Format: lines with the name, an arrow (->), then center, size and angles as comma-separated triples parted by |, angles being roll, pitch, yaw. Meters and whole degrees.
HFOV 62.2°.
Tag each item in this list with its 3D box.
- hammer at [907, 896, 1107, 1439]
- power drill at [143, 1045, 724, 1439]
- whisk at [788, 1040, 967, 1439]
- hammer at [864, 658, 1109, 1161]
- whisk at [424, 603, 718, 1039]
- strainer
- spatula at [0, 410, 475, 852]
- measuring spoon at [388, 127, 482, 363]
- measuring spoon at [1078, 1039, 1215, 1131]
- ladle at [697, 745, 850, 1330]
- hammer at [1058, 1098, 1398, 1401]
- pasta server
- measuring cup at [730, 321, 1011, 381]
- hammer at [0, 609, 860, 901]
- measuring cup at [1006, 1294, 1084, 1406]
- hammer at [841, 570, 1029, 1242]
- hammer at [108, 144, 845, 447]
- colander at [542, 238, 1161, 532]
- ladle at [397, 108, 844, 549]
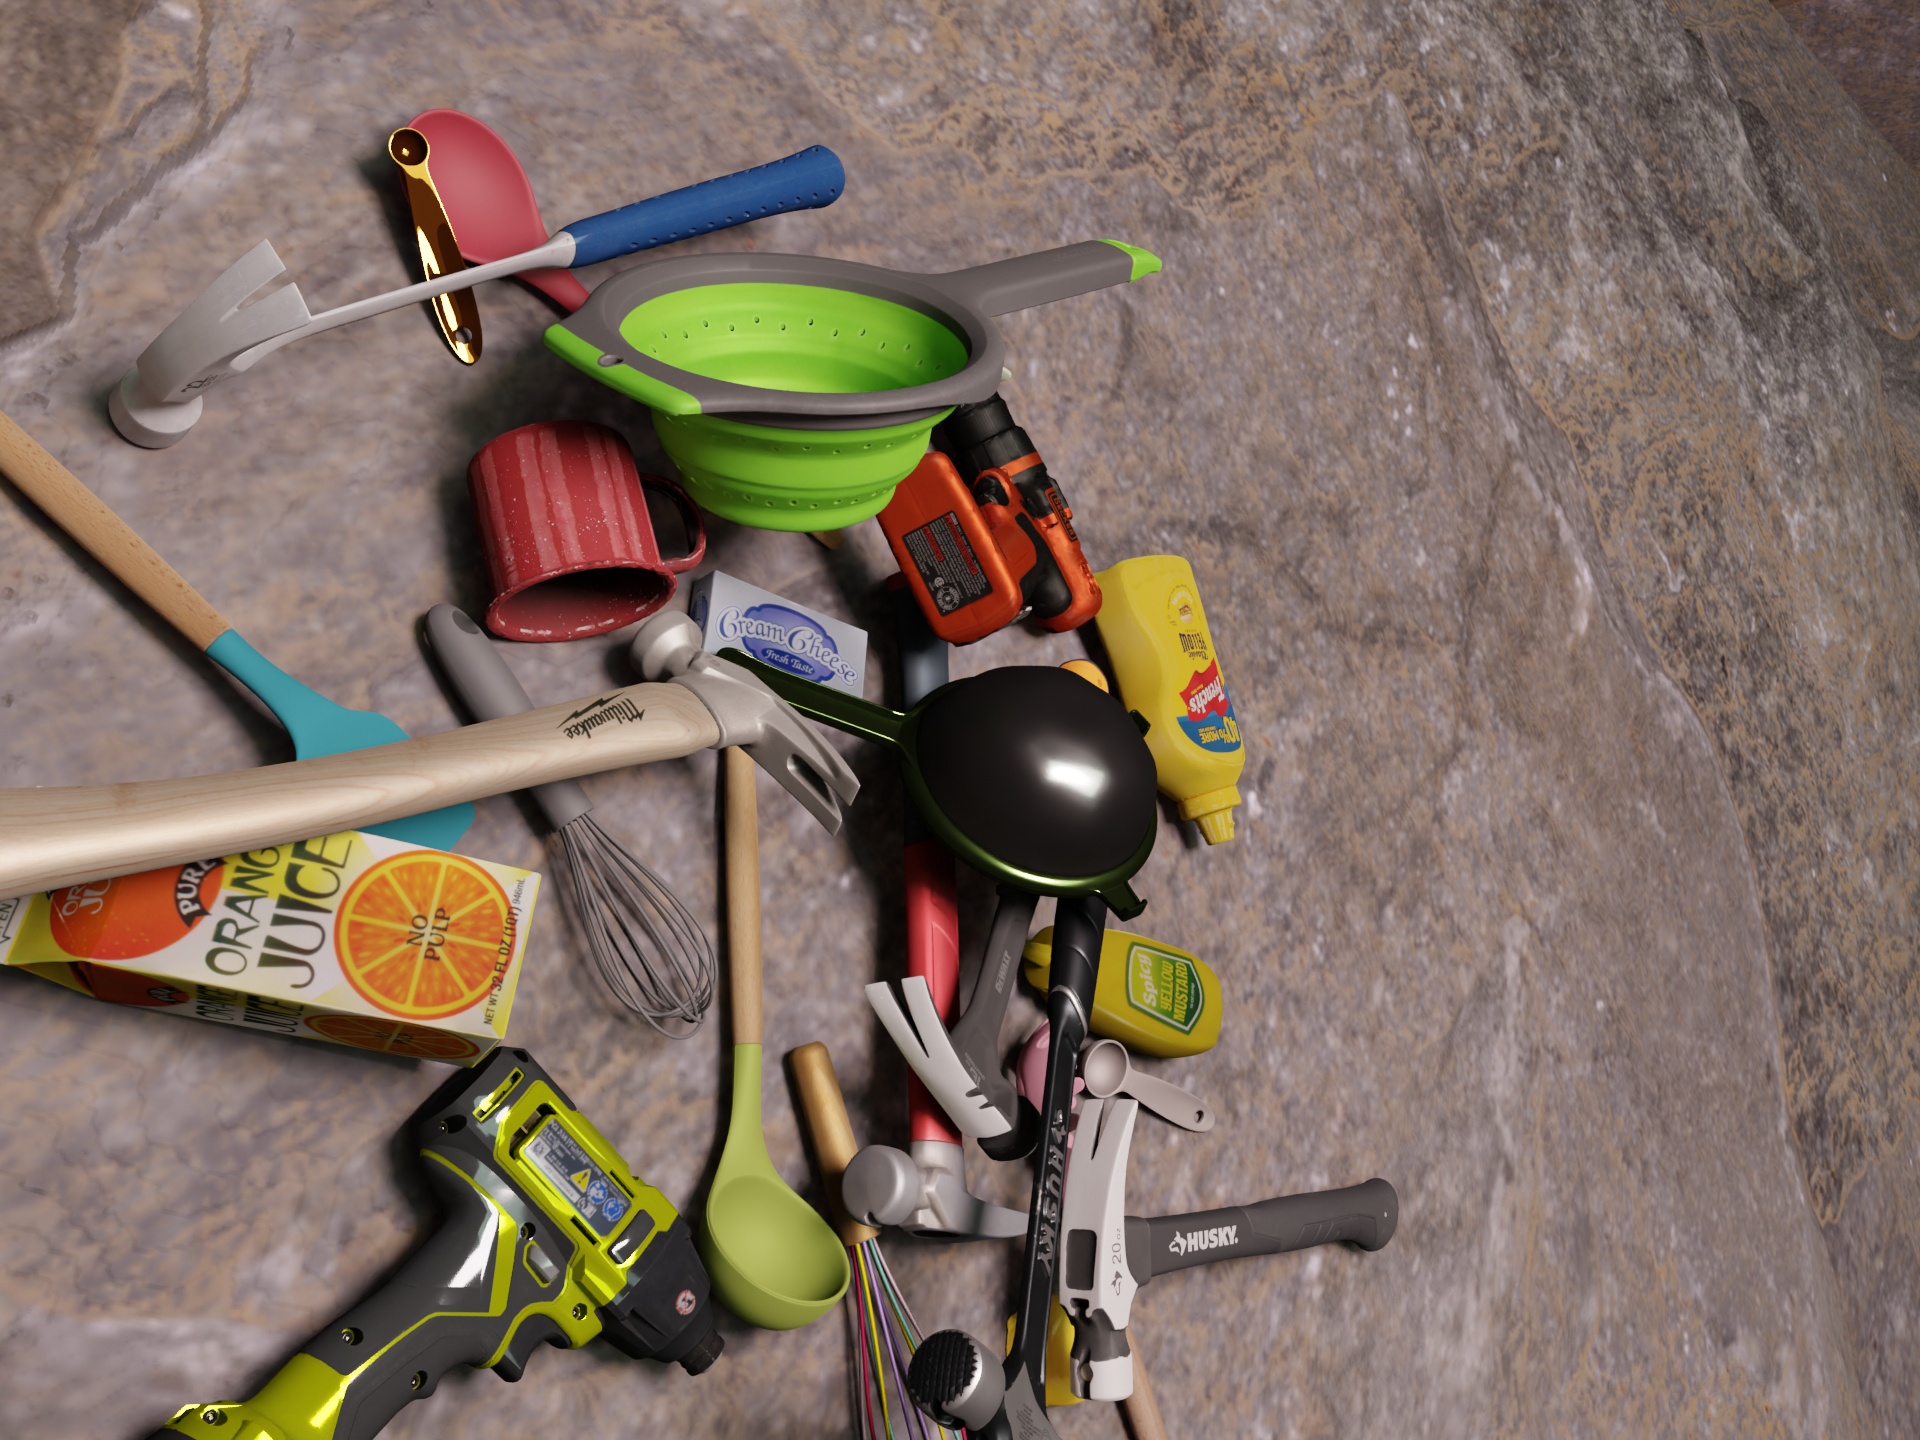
hammer -> 0.056, 0.170, 0.810 | 0.149, 0.036, 0.409 | 52, 35, -37
power drill -> -0.202, 0.267, 0.638 | 0.171, 0.080, 0.223 | 52, 45, -11
whisk -> -0.044, 0.281, 0.791 | 0.047, 0.051, 0.245 | -10, 77, -36
hammer -> 0.035, 0.072, 0.893 | 0.127, 0.034, 0.337 | 57, 33, -28
whisk -> -0.187, 0.047, 0.757 | 0.055, 0.055, 0.239 | -34, 92, -43
strainer -> -0.001, -0.003, 0.831 | 0.256, 0.069, 0.152 | 20, 43, -11
spatula -> -0.340, -0.047, 0.678 | 0.317, 0.044, 0.082 | 46, 51, -11
measuring spoon -> -0.264, -0.238, 0.804 | 0.021, 0.011, 0.117 | -19, 107, -20
measuring spoon -> 0.112, 0.225, 0.966 | 0.124, 0.018, 0.034 | 34, 74, -34
ladle -> -0.099, 0.133, 0.792 | 0.078, 0.062, 0.320 | 19, 59, -46
hammer -> 0.170, 0.293, 0.934 | 0.334, 0.035, 0.146 | 12, 72, -48
pasta server -> 0.088, 0.320, 0.890 | 0.040, 0.060, 0.316 | -18, 87, -1
measuring cup -> -0.053, -0.200, 0.917 | 0.167, 0.083, 0.038 | 8, 71, -10
hammer -> -0.216, 0.028, 0.632 | 0.146, 0.038, 0.410 | 40, 30, 25
measuring cup -> 0.037, 0.375, 0.829 | 0.062, 0.029, 0.157 | 43, 49, -19
hammer -> -0.008, 0.087, 0.885 | 0.143, 0.038, 0.387 | 31, 50, -48
hammer -> -0.200, -0.229, 0.778 | 0.405, 0.144, 0.035 | -35, 103, -42
colander -> -0.028, -0.184, 0.847 | 0.397, 0.205, 0.094 | -26, 136, -40
ladle -> -0.177, -0.202, 0.872 | 0.315, 0.031, 0.069 | 43, 65, -23
